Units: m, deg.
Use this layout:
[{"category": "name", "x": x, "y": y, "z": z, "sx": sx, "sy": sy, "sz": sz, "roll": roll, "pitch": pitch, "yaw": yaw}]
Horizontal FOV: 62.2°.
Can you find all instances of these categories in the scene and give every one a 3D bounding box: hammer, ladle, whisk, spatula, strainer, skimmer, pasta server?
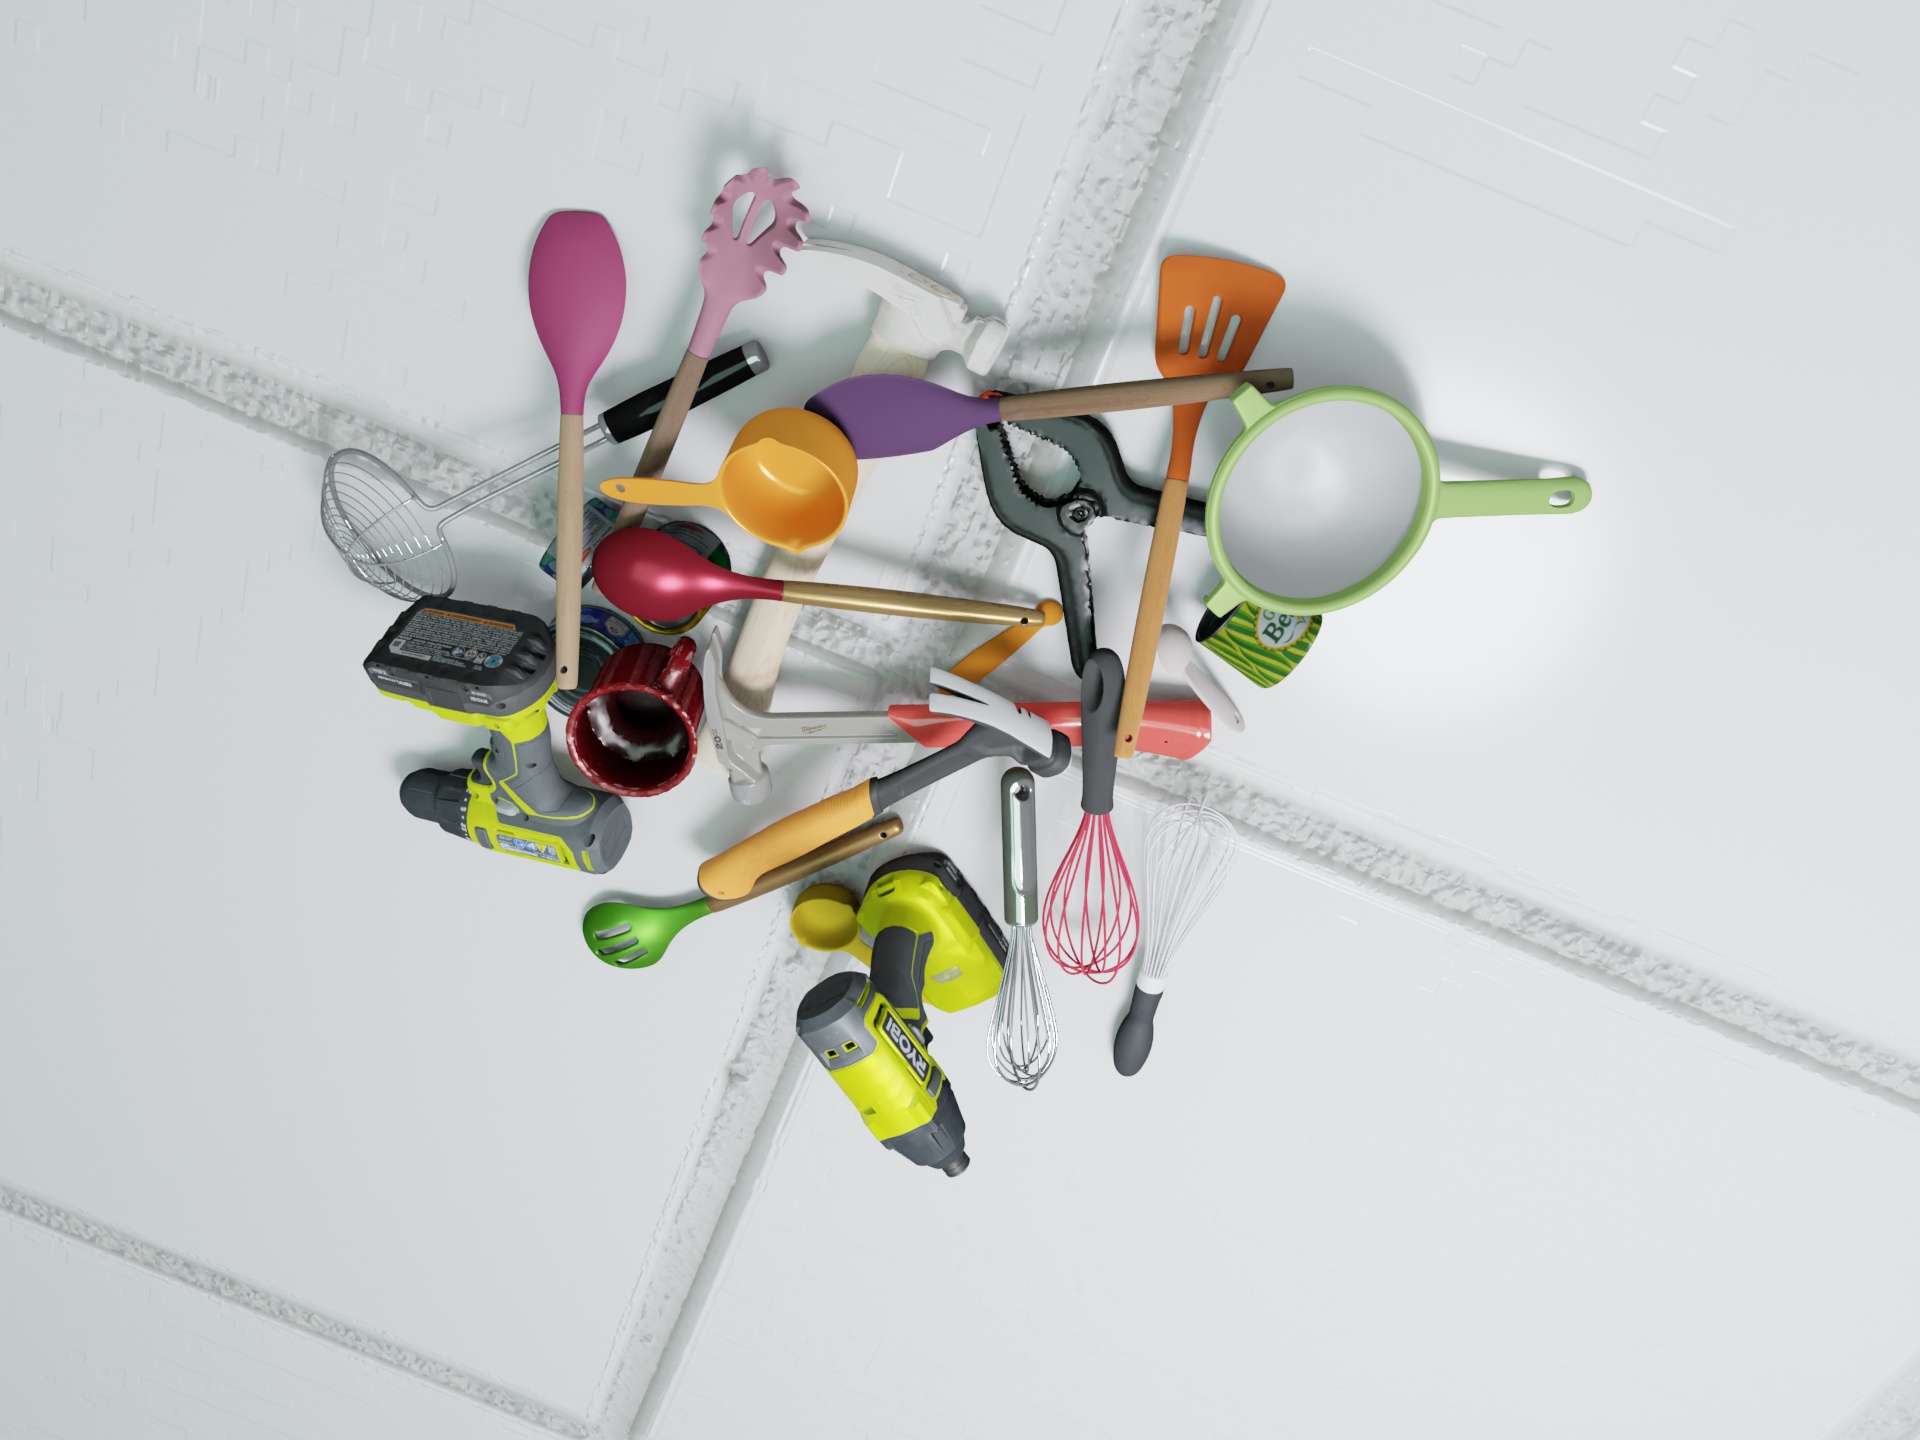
[{"category": "hammer", "x": -0.002, "y": -0.004, "z": 1.140, "sx": 0.359, "sy": 0.037, "sz": 0.149, "roll": -1, "pitch": 130, "yaw": 5}, {"category": "ladle", "x": -0.097, "y": -0.086, "z": 1.099, "sx": 0.315, "sy": 0.031, "sz": 0.069, "roll": 6, "pitch": 121, "yaw": -7}, {"category": "whisk", "x": 0.045, "y": 0.153, "z": 1.158, "sx": 0.057, "sy": 0.059, "sz": 0.246, "roll": -7, "pitch": 103, "yaw": -21}, {"category": "spatula", "x": 0.050, "y": -0.202, "z": 1.009, "sx": 0.316, "sy": 0.018, "sz": 0.059, "roll": -2, "pitch": 126, "yaw": 15}, {"category": "hammer", "x": -0.116, "y": -0.131, "z": 1.121, "sx": 0.146, "sy": 0.038, "sz": 0.410, "roll": 27, "pitch": 120, "yaw": -2}, {"category": "strainer", "x": 0.272, "y": -0.150, "z": 1.016, "sx": 0.256, "sy": 0.069, "sz": 0.151, "roll": -3, "pitch": 119, "yaw": -10}, {"category": "spatula", "x": 0.136, "y": -0.131, "z": 1.027, "sx": 0.081, "sy": 0.041, "sz": 0.322, "roll": 9, "pitch": 97, "yaw": -6}, {"category": "hammer", "x": -0.084, "y": 0.061, "z": 1.151, "sx": 0.337, "sy": 0.034, "sz": 0.127, "roll": -28, "pitch": 139, "yaw": 36}, {"category": "skimmer", "x": -0.297, "y": -0.190, "z": 1.130, "sx": 0.363, "sy": 0.090, "sz": 0.127, "roll": -23, "pitch": 114, "yaw": 11}, {"category": "pasta server", "x": -0.183, "y": -0.215, "z": 1.048, "sx": 0.060, "sy": 0.040, "sz": 0.316, "roll": 18, "pitch": 115, "yaw": -23}, {"category": "whisk", "x": 0.153, "y": 0.174, "z": 1.219, "sx": 0.070, "sy": 0.070, "sz": 0.284, "roll": 13, "pitch": 125, "yaw": 5}, {"category": "whisk", "x": 0.096, "y": 0.076, "z": 1.136, "sx": 0.073, "sy": 0.073, "sz": 0.295, "roll": 6, "pitch": 125, "yaw": 9}]

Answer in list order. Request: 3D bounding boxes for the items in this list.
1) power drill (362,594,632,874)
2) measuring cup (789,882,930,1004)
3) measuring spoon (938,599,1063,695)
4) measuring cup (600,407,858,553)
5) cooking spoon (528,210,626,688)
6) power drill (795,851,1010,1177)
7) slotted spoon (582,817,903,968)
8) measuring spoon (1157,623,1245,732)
[{"category": "power drill", "x": -0.362, "y": 0.018, "z": 1.203, "sx": 0.190, "sy": 0.080, "sz": 0.228, "roll": 11, "pitch": 139, "yaw": 15}, {"category": "measuring cup", "x": -0.071, "y": 0.184, "z": 1.293, "sx": 0.156, "sy": 0.029, "sz": 0.062, "roll": 38, "pitch": 119, "yaw": -23}, {"category": "measuring spoon", "x": 0.027, "y": -0.049, "z": 1.148, "sx": 0.117, "sy": 0.011, "sz": 0.021, "roll": -35, "pitch": 106, "yaw": 26}, {"category": "measuring cup", "x": -0.151, "y": -0.165, "z": 1.053, "sx": 0.173, "sy": 0.052, "sz": 0.095, "roll": 4, "pitch": 138, "yaw": 14}, {"category": "cooking spoon", "x": -0.262, "y": -0.180, "z": 1.071, "sx": 0.069, "sy": 0.017, "sz": 0.319, "roll": 3, "pitch": 96, "yaw": 7}, {"category": "power drill", "x": -0.032, "y": 0.215, "z": 1.181, "sx": 0.080, "sy": 0.223, "sz": 0.171, "roll": -26, "pitch": 110, "yaw": 23}, {"category": "slotted spoon", "x": -0.182, "y": 0.138, "z": 1.285, "sx": 0.314, "sy": 0.031, "sz": 0.070, "roll": -23, "pitch": 112, "yaw": 20}, {"category": "measuring spoon", "x": 0.173, "y": -0.027, "z": 1.102, "sx": 0.018, "sy": 0.034, "sz": 0.124, "roll": -12, "pitch": 142, "yaw": 35}]
